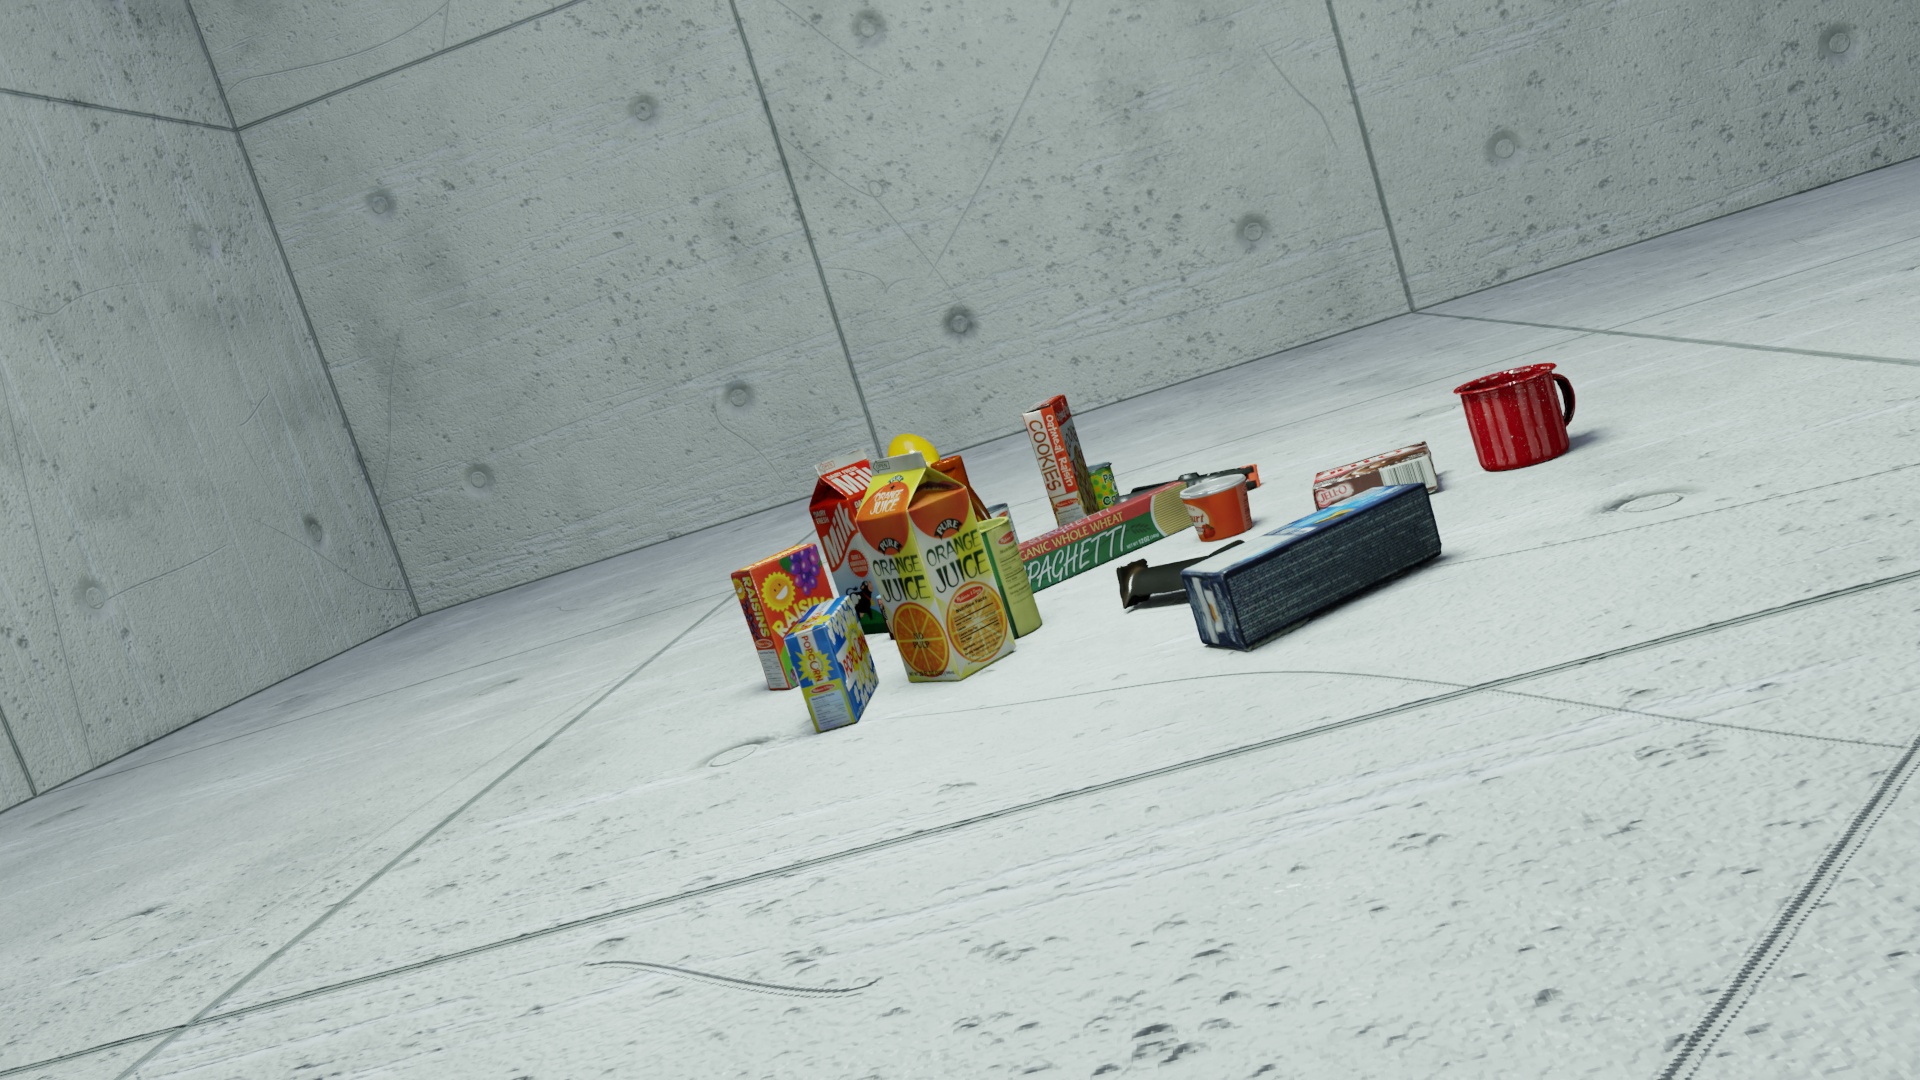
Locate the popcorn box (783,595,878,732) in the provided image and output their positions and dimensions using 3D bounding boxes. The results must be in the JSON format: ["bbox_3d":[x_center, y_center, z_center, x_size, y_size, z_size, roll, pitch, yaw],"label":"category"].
[{"bbox_3d":[-0.108,0.102,1.182,0.038,0.085,0.127,-17,8,7],"label":"popcorn box"}]

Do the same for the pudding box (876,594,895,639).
[{"bbox_3d":[-0.043,0.070,1.389,0.030,0.049,0.083,-24,10,-40],"label":"pudding box"}]

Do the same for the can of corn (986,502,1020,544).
[{"bbox_3d":[0.034,-0.009,1.727,0.071,0.058,0.071,-17,8,3],"label":"can of corn"}]

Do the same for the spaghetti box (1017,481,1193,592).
[{"bbox_3d":[0.141,0.000,1.466,0.251,0.050,0.028,-21,8,-25],"label":"spaghetti box"}]

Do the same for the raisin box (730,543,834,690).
[{"bbox_3d":[-0.164,0.074,1.362,0.086,0.123,0.040,-24,10,-39],"label":"raisin box"}]

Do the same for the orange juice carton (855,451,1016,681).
[{"bbox_3d":[-0.027,0.019,1.188,0.073,0.192,0.071,-24,10,-40],"label":"orange juice carton"}]

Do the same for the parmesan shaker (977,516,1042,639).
[{"bbox_3d":[0.026,0.038,1.262,0.071,0.103,0.071,-18,8,3],"label":"parmesan shaker"}]

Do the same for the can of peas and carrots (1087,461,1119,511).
[{"bbox_3d":[0.174,-0.066,1.812,0.071,0.058,0.071,-17,8,3],"label":"can of peas and carrots"}]

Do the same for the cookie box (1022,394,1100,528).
[{"bbox_3d":[0.125,-0.087,1.668,0.040,0.167,0.123,-16,8,14],"label":"cookie box"}]

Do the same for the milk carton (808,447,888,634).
[{"bbox_3d":[-0.099,0.000,1.483,0.072,0.190,0.073,-25,10,-42],"label":"milk carton"}]

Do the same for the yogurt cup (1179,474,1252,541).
[{"bbox_3d":[0.262,-0.032,1.406,0.072,0.054,0.072,-17,8,3],"label":"yogurt cup"}]

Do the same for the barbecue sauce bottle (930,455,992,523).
[{"bbox_3d":[0.005,-0.019,1.537,0.065,0.148,0.044,-18,7,0],"label":"barbecue sauce bottle"}]
